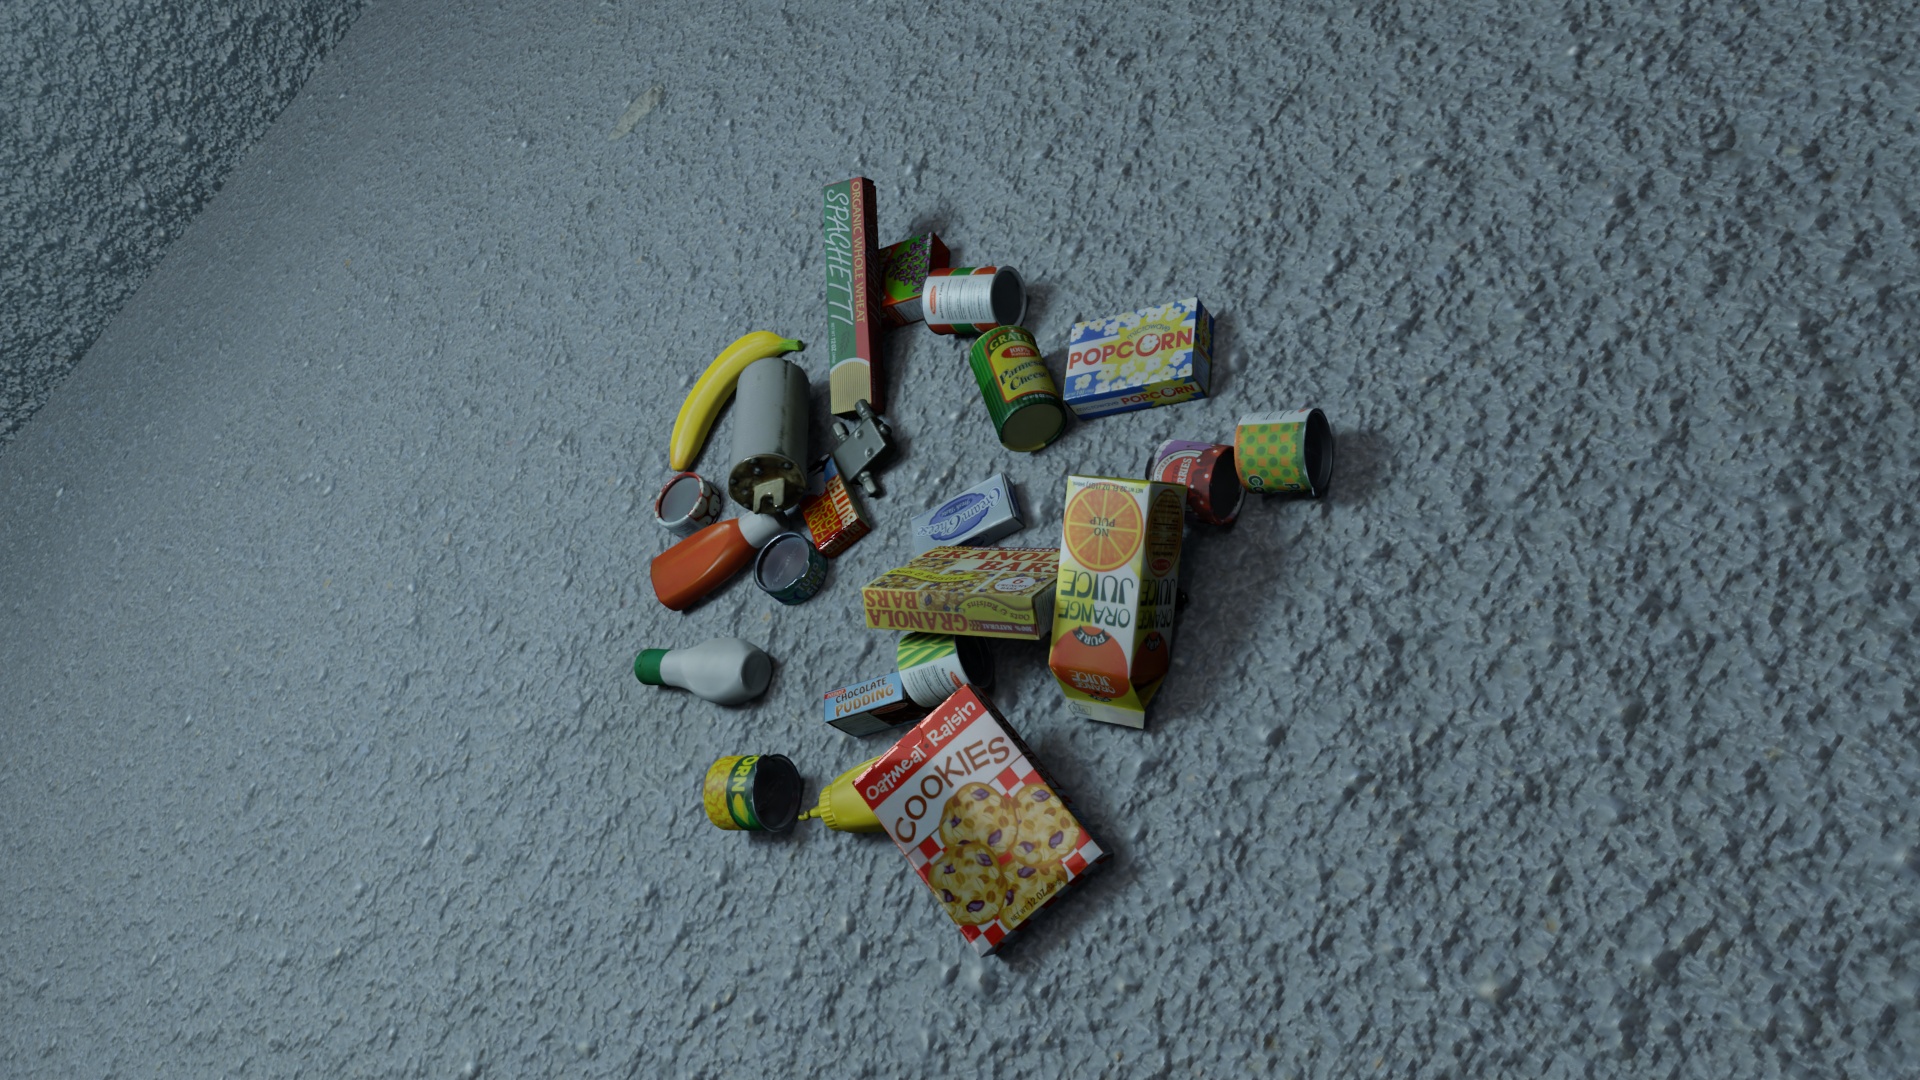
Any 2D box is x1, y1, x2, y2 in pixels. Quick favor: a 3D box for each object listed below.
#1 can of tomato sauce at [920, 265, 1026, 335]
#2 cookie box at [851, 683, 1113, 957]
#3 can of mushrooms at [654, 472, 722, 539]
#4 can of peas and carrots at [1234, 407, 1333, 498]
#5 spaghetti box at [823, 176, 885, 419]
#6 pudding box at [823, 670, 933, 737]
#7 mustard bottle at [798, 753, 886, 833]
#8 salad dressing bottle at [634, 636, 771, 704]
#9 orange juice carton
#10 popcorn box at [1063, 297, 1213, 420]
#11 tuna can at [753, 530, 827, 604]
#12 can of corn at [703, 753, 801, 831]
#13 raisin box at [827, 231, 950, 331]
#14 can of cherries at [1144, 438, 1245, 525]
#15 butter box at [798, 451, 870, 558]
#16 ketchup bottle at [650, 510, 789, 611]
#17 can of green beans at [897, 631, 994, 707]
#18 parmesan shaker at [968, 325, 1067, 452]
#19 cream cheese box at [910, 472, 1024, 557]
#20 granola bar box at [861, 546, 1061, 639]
[{"bbox_3d":[0.015,-0.236,1.366,0.083,0.071,0.071,4,65,35],"label":"can of tomato sauce"},{"bbox_3d":[0.015,0.212,1.064,0.123,0.040,0.168,-42,70,5],"label":"cookie box"},{"bbox_3d":[-0.287,-0.039,1.466,0.071,0.033,0.071,-17,55,26],"label":"can of mushrooms"},{"bbox_3d":[0.256,-0.068,1.099,0.058,0.071,0.071,-1,62,34],"label":"can of peas and carrots"},{"bbox_3d":[-0.109,-0.250,1.422,0.050,0.029,0.250,-8,80,27],"label":"spaghetti box"},{"bbox_3d":[-0.070,0.142,1.197,0.083,0.049,0.030,-18,57,25],"label":"pudding box"},{"bbox_3d":[-0.066,0.211,1.152,0.160,0.048,0.065,-18,60,25],"label":"mustard bottle"},{"bbox_3d":[-0.250,0.124,1.334,0.147,0.044,0.064,-1,64,35],"label":"salad dressing bottle"},{"bbox_3d":[0.122,0.047,1.085,0.072,0.073,0.192,7,93,33],"label":"orange juice carton"},{"bbox_3d":[0.158,-0.161,1.240,0.126,0.038,0.085,-8,58,30],"label":"popcorn box"},{"bbox_3d":[-0.162,0.027,1.341,0.071,0.032,0.071,-17,55,25],"label":"tuna can"},{"bbox_3d":[-0.183,0.218,1.211,0.058,0.071,0.071,-7,59,31],"label":"can of corn"},{"bbox_3d":[-0.075,-0.266,1.461,0.123,0.040,0.086,-12,58,27],"label":"raisin box"},{"bbox_3d":[0.190,-0.047,1.125,0.058,0.071,0.071,10,69,37],"label":"can of cherries"},{"bbox_3d":[-0.128,-0.035,1.363,0.053,0.024,0.104,-36,48,11],"label":"butter box"},{"bbox_3d":[-0.242,0.011,1.398,0.148,0.043,0.065,-31,51,14],"label":"ketchup bottle"},{"bbox_3d":[-0.013,0.102,1.172,0.057,0.071,0.071,-20,54,24],"label":"can of green beans"},{"bbox_3d":[0.055,-0.140,1.279,0.071,0.071,0.103,-31,50,14],"label":"parmesan shaker"},{"bbox_3d":[0.005,-0.016,1.262,0.103,0.024,0.053,-26,51,18],"label":"cream cheese box"},{"bbox_3d":[0.020,0.040,1.154,0.165,0.125,0.039,1,107,32],"label":"granola bar box"}]
